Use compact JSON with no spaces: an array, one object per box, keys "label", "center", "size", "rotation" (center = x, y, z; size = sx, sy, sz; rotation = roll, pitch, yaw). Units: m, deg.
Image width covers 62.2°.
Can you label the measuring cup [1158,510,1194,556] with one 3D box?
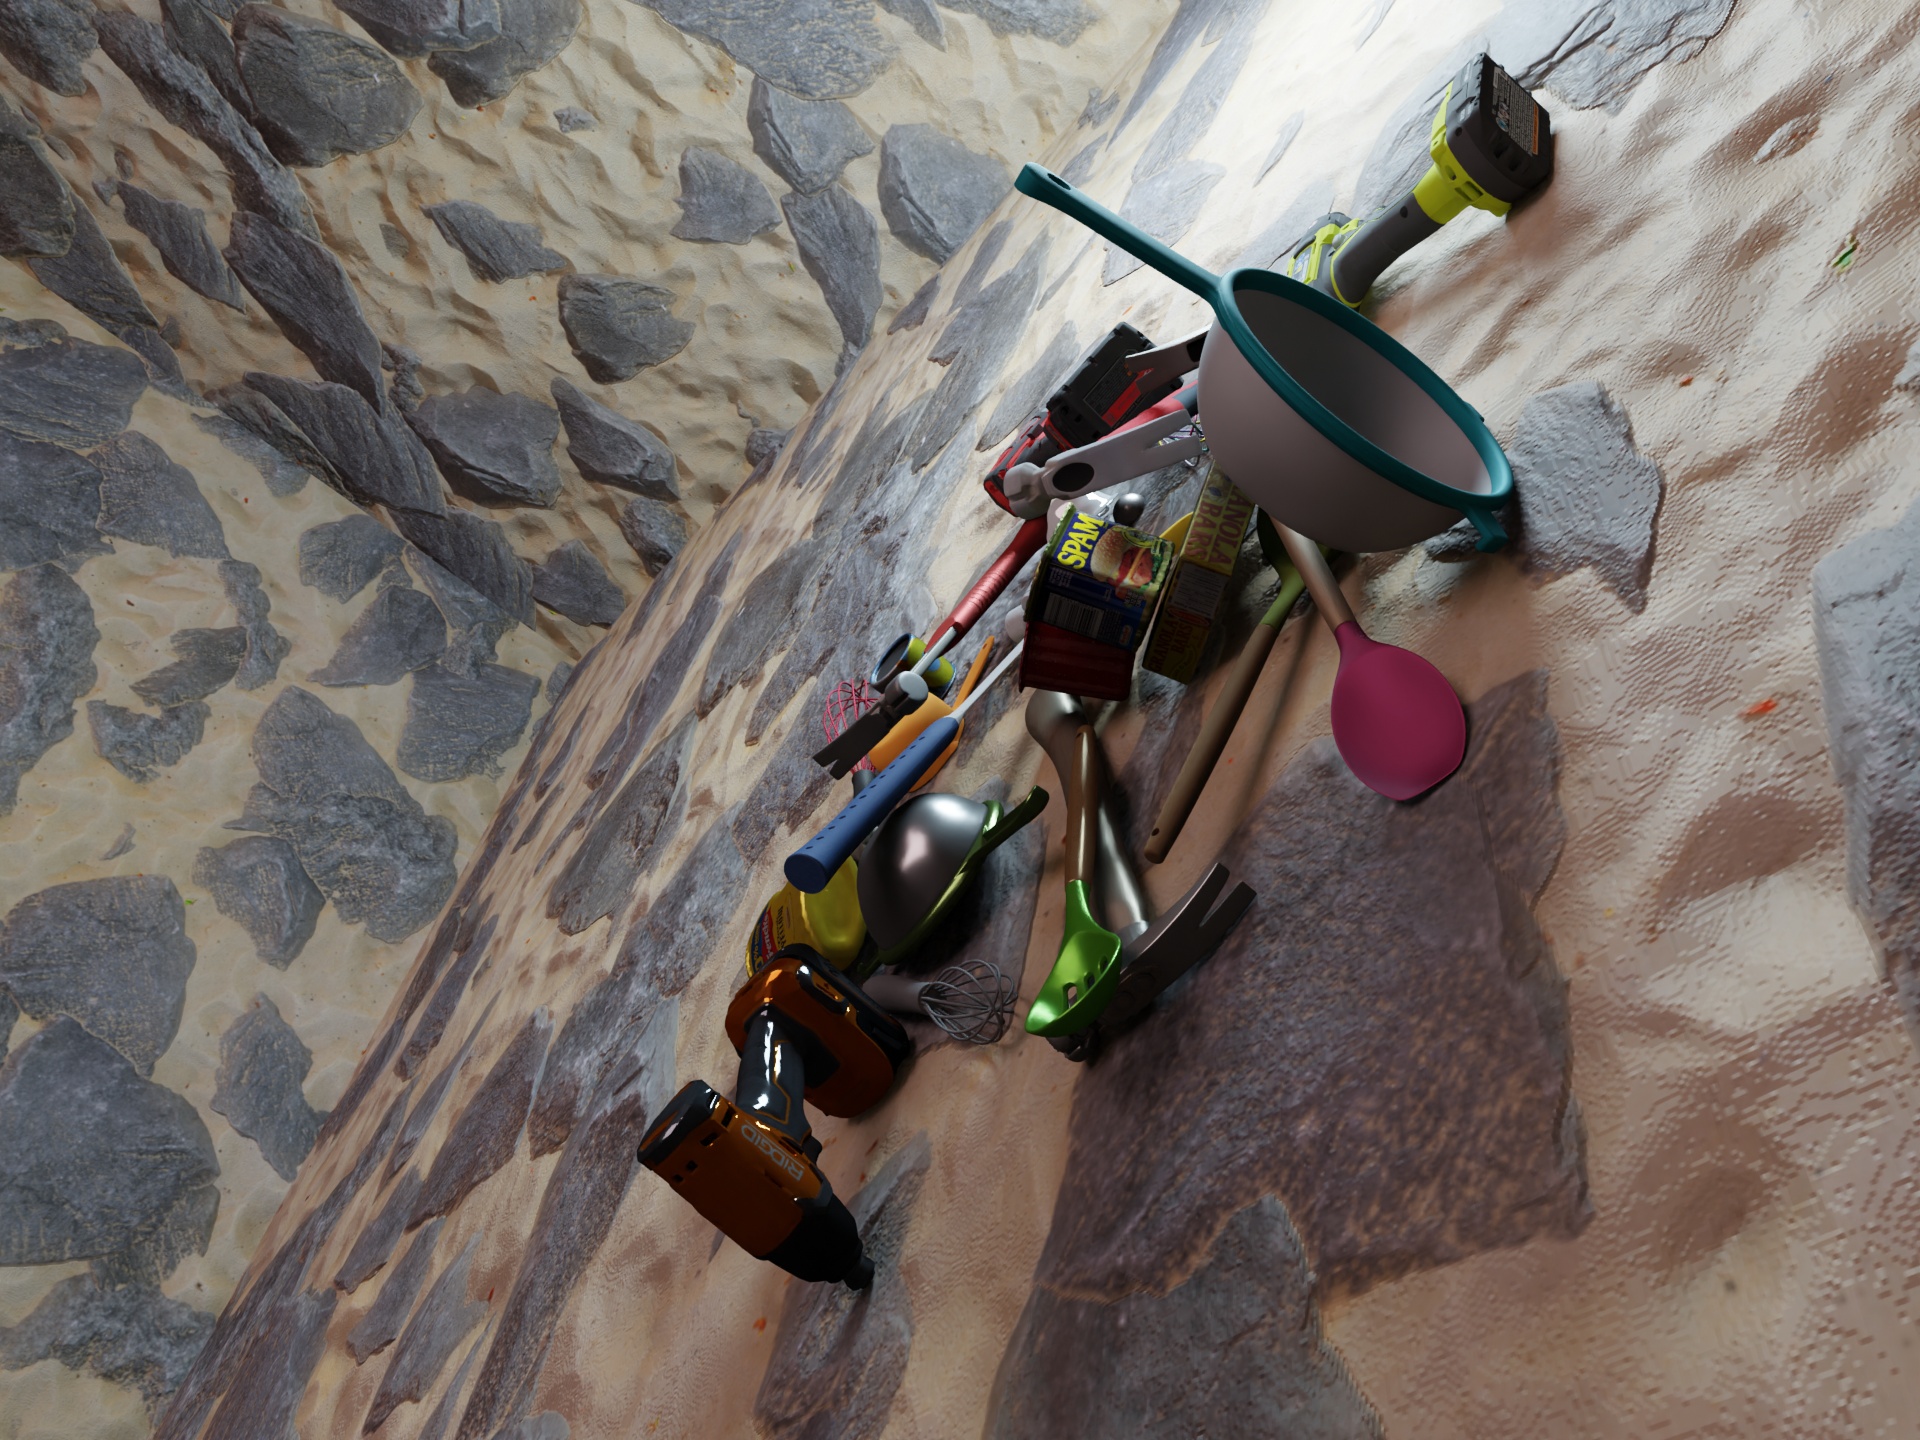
[{"label":"measuring cup","center":[0.143,-0.110,1.257],"size":[0.156,0.062,0.029],"rotation":[-43,29,-4]}]

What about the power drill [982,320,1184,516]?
[{"label":"power drill","center":[0.108,-0.272,1.454],"size":[0.143,0.078,0.219],"rotation":[-50,8,-18]}]

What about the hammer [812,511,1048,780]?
[{"label":"hammer","center":[-0.003,-0.087,1.435],"size":[0.149,0.036,0.359],"rotation":[-40,8,47]}]

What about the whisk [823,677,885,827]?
[{"label":"whisk","center":[-0.093,0.045,1.511],"size":[0.073,0.073,0.296],"rotation":[-46,26,19]}]

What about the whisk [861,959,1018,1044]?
[{"label":"whisk","center":[-0.023,0.191,1.102],"size":[0.055,0.055,0.239],"rotation":[-59,16,-19]}]

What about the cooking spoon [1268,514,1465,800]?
[{"label":"cooking spoon","center":[0.220,-0.068,0.939],"size":[0.068,0.017,0.319],"rotation":[-36,38,19]}]

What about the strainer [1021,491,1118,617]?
[{"label":"strainer","center":[0.085,-0.148,1.366],"size":[0.087,0.050,0.259],"rotation":[-41,11,31]}]

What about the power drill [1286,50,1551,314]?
[{"label":"power drill","center":[0.347,-0.404,1.251],"size":[0.223,0.080,0.171],"rotation":[-38,24,45]}]

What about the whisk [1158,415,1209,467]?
[{"label":"whisk","center":[0.179,-0.262,1.440],"size":[0.047,0.051,0.245],"rotation":[-57,16,5]}]

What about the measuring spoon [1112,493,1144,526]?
[{"label":"measuring spoon","center":[0.121,-0.154,1.418],"size":[0.124,0.018,0.034],"rotation":[-54,19,-1]}]

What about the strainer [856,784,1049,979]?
[{"label":"strainer","center":[-0.016,0.087,1.162],"size":[0.151,0.069,0.256],"rotation":[-58,7,-33]}]

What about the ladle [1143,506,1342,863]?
[{"label":"ladle","center":[0.175,-0.045,0.995],"size":[0.078,0.062,0.320],"rotation":[-17,34,51]}]

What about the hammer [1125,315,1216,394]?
[{"label":"hammer","center":[0.211,-0.317,1.308],"size":[0.130,0.031,0.331],"rotation":[-22,10,17]}]

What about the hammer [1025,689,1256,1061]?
[{"label":"hammer","center":[0.095,0.057,1.078],"size":[0.146,0.038,0.411],"rotation":[-45,20,16]}]

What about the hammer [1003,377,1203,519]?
[{"label":"hammer","center":[0.173,-0.240,1.217],"size":[0.143,0.038,0.386],"rotation":[-16,14,33]}]

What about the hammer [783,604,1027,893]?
[{"label":"hammer","center":[-0.002,-0.004,1.251],"size":[0.144,0.035,0.405],"rotation":[-28,14,47]}]

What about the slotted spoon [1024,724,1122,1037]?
[{"label":"slotted spoon","center":[0.075,0.087,0.975],"size":[0.070,0.031,0.314],"rotation":[-40,19,25]}]

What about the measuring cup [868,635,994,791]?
[{"label":"measuring cup","center":[-0.025,-0.019,1.464],"size":[0.095,0.052,0.174],"rotation":[-13,45,62]}]

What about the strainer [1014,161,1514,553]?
[{"label":"strainer","center":[0.162,-0.201,0.941],"size":[0.095,0.340,0.211],"rotation":[-55,9,34]}]

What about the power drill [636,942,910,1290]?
[{"label":"power drill","center":[-0.104,0.260,1.037],"size":[0.084,0.164,0.226],"rotation":[-45,8,22]}]
